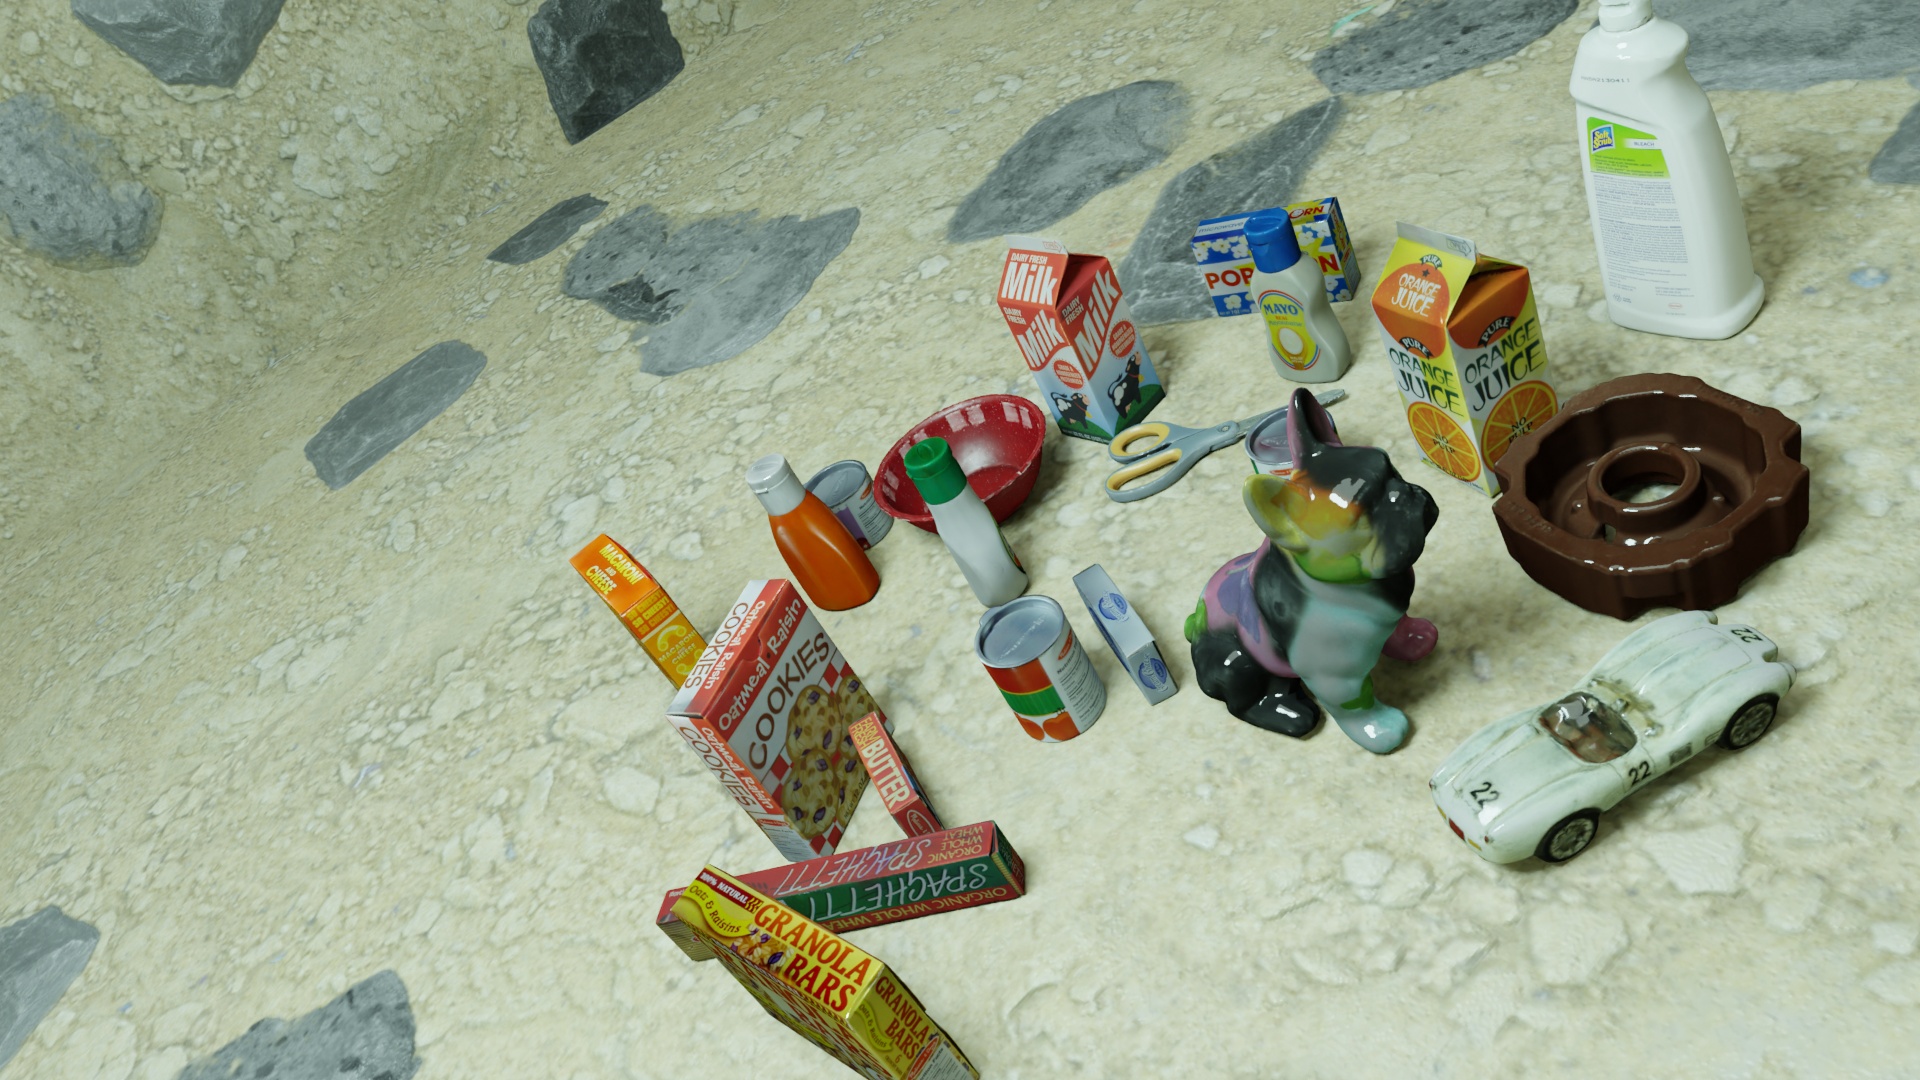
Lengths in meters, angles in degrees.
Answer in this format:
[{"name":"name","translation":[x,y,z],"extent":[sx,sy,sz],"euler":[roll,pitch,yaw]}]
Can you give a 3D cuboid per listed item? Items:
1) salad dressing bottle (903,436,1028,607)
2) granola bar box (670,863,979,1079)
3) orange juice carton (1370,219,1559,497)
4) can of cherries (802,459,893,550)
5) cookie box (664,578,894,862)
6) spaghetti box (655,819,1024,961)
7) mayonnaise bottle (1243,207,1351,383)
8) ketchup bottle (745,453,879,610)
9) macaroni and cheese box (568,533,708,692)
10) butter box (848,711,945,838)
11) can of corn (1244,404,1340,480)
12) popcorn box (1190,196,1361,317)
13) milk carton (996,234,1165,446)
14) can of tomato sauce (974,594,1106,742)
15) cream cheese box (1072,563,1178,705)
[{"name":"salad dressing bottle","translation":[0.004,-0.013,1.069],"extent":[0.044,0.147,0.064],"euler":[-33,35,-3]},{"name":"granola bar box","translation":[-0.080,0.262,0.809],"extent":[0.165,0.123,0.039],"euler":[13,53,44]},{"name":"orange juice carton","translation":[0.339,-0.129,0.935],"extent":[0.073,0.192,0.072],"euler":[-36,35,-8]},{"name":"can of cherries","translation":[-0.103,-0.029,1.242],"extent":[0.071,0.058,0.072],"euler":[-19,36,15]},{"name":"cookie box","translation":[-0.119,0.126,0.967],"extent":[0.040,0.166,0.123],"euler":[-3,43,33]},{"name":"spaghetti box","translation":[-0.080,0.232,0.911],"extent":[0.250,0.050,0.029],"euler":[-16,37,19]},{"name":"mayonnaise bottle","translation":[0.263,-0.193,1.106],"extent":[0.065,0.147,0.041],"euler":[11,52,44]},{"name":"ketchup bottle","translation":[-0.126,-0.006,1.152],"extent":[0.064,0.148,0.044],"euler":[-8,41,28]},{"name":"macaroni and cheese box","translation":[-0.230,0.081,1.103],"extent":[0.040,0.165,0.124],"euler":[-41,36,-14]},{"name":"butter box","translation":[-0.043,0.168,0.961],"extent":[0.024,0.053,0.104],"euler":[-33,35,-3]},{"name":"can of corn","translation":[0.252,-0.059,1.027],"extent":[0.071,0.058,0.071],"euler":[-19,36,15]},{"name":"popcorn box","translation":[0.275,-0.247,1.218],"extent":[0.126,0.085,0.038],"euler":[-3,43,33]},{"name":"milk carton","translation":[0.096,-0.176,1.167],"extent":[0.072,0.189,0.074],"euler":[19,57,47]},{"name":"can of tomato sauce","translation":[0.055,0.089,0.962],"extent":[0.071,0.082,0.071],"euler":[-19,36,15]},{"name":"cream cheese box","translation":[0.115,0.065,0.975],"extent":[0.024,0.053,0.104],"euler":[-30,35,0]}]
